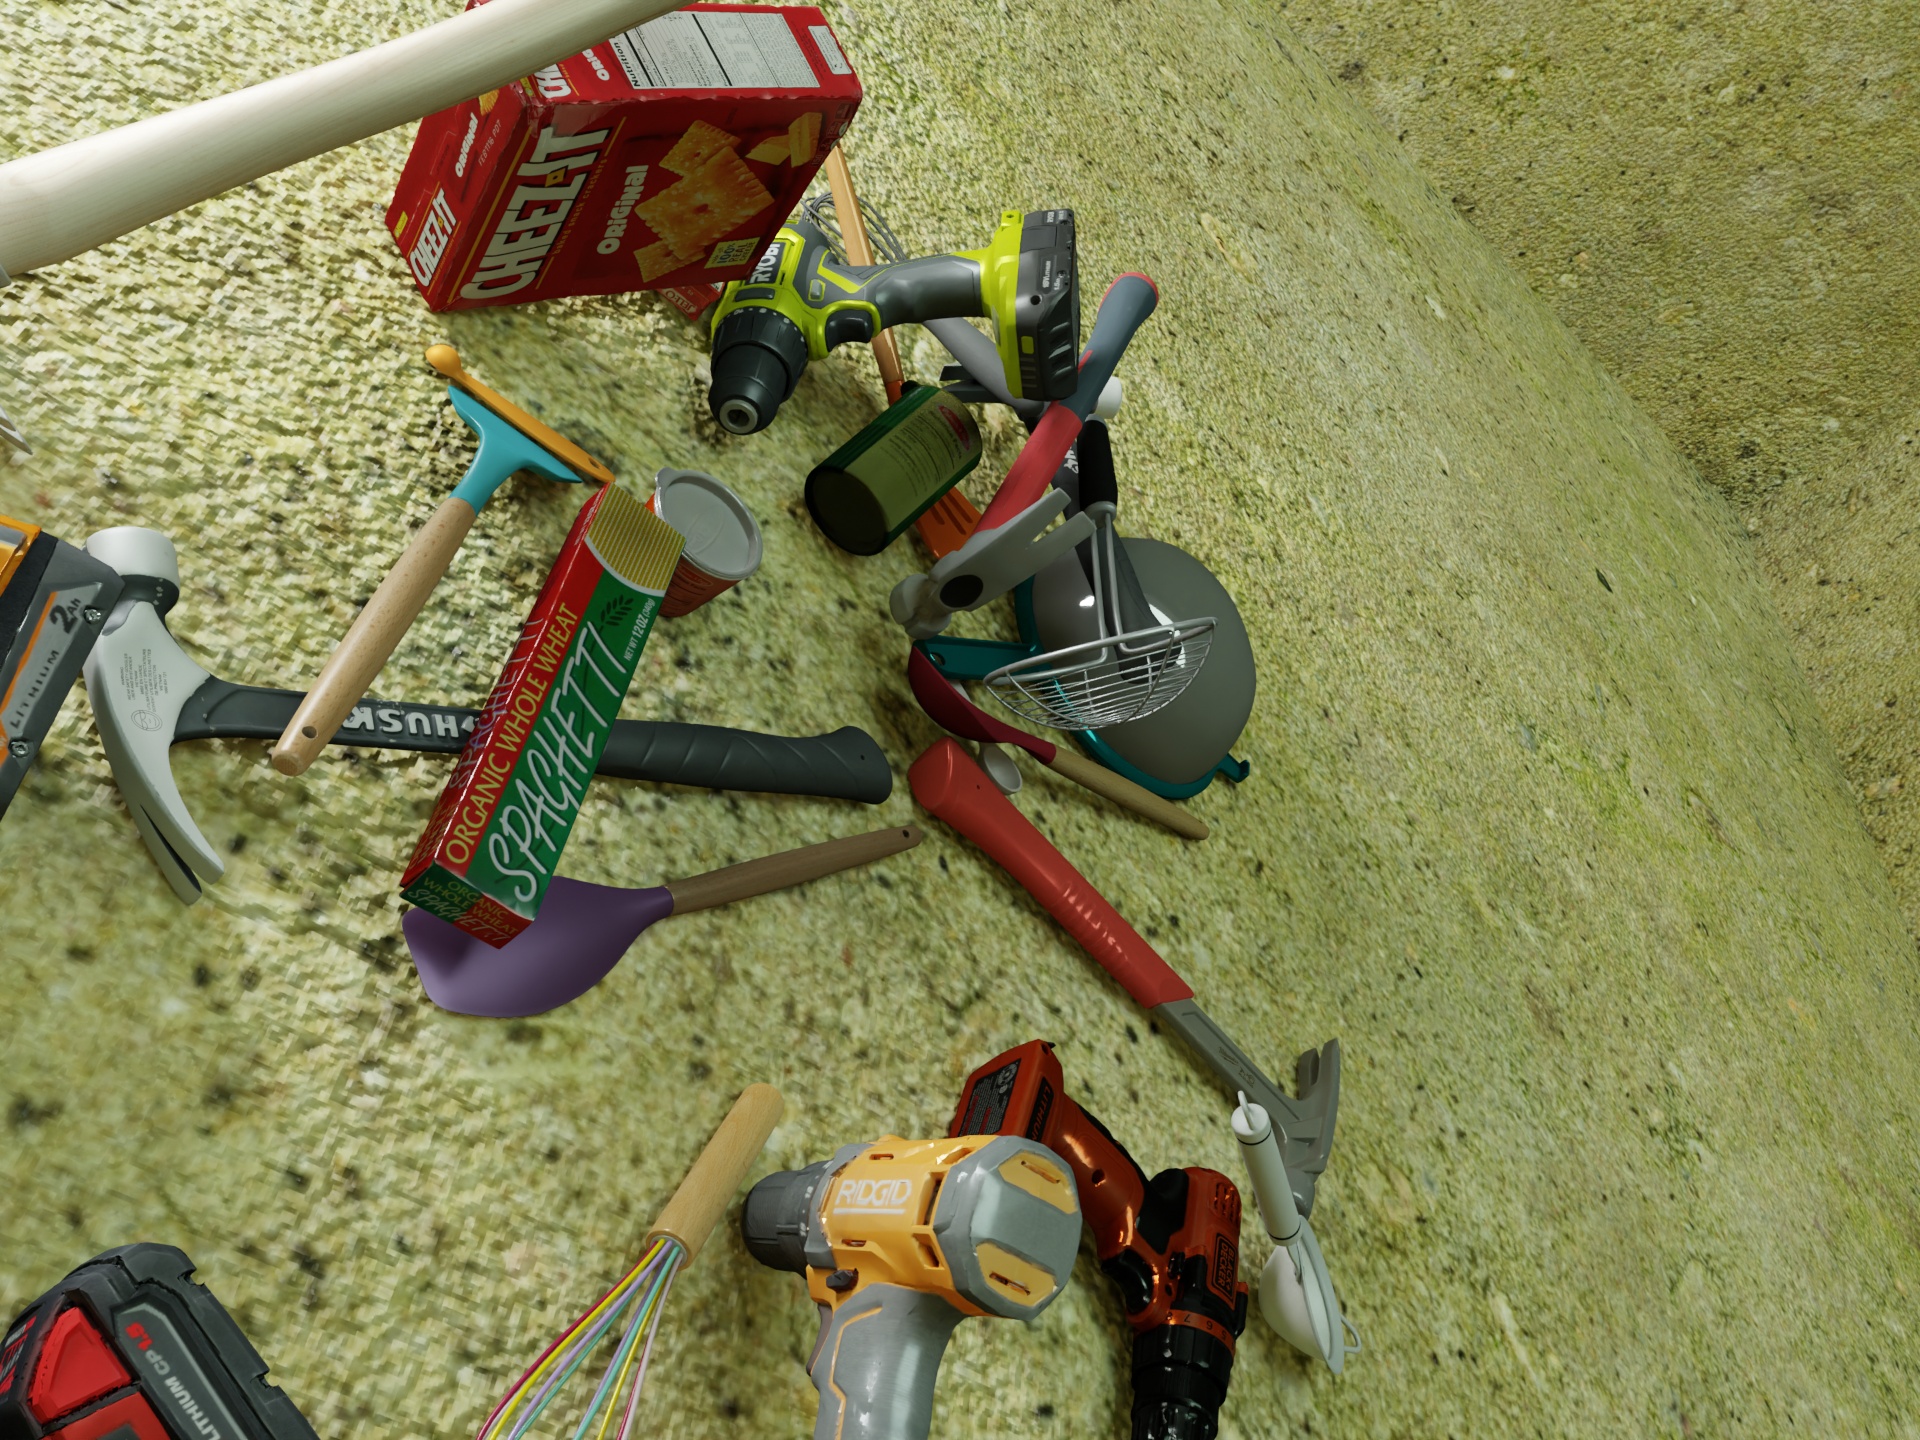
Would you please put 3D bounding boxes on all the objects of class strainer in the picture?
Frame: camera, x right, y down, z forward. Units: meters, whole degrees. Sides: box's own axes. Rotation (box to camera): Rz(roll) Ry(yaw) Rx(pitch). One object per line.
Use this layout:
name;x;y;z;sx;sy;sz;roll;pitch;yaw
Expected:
strainer;0.175;0.278;0.863;0.087;0.050;0.258;-88;161;-49
strainer;0.104;-0.057;1.075;0.340;0.095;0.211;1;61;-52

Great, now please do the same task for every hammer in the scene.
hammer;0.106;0.140;0.970;0.359;0.036;0.149;46;36;-12
hammer;0.076;-0.200;1.024;0.038;0.143;0.386;46;43;-17
hammer;-0.255;-0.263;0.688;0.410;0.038;0.146;-31;85;-19
hammer;0.078;-0.145;1.079;0.146;0.035;0.335;4;42;-19
hammer;-0.184;0.013;0.739;0.408;0.036;0.149;8;57;-47

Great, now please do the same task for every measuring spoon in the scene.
measuring spoon;-0.231;-0.163;0.846;0.116;0.011;0.021;35;21;-24
measuring spoon;-0.002;-0.003;0.988;0.034;0.018;0.124;0;55;-58

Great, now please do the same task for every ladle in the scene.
ladle;0.071;0.027;1.010;0.315;0.031;0.069;27;17;-44

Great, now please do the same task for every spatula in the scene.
spatula;-0.122;0.084;0.765;0.316;0.018;0.060;-11;71;-51
spatula;-0.236;-0.072;0.708;0.082;0.044;0.318;37;32;-19
spatula;-0.044;-0.257;1.089;0.081;0.041;0.323;-11;84;-50

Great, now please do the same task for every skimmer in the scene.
skimmer;0.078;-0.114;0.946;0.364;0.127;0.090;-88;159;-52

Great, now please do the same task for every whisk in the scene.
whisk;-0.028;-0.296;1.130;0.239;0.055;0.055;45;33;11
whisk;-0.124;0.227;0.625;0.047;0.051;0.245;43;31;-5

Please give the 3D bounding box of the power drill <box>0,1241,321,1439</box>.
power drill;-0.293;0.230;0.397;0.188;0.080;0.227;54;38;0

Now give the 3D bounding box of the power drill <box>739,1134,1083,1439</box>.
power drill;-0.054;0.266;0.594;0.084;0.185;0.226;34;59;-26

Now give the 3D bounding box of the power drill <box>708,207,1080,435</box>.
power drill;-0.043;-0.246;0.988;0.191;0.228;0.080;-84;169;-44

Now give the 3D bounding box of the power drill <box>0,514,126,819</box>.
power drill;-0.402;-0.031;0.484;0.226;0.084;0.164;28;43;-27
